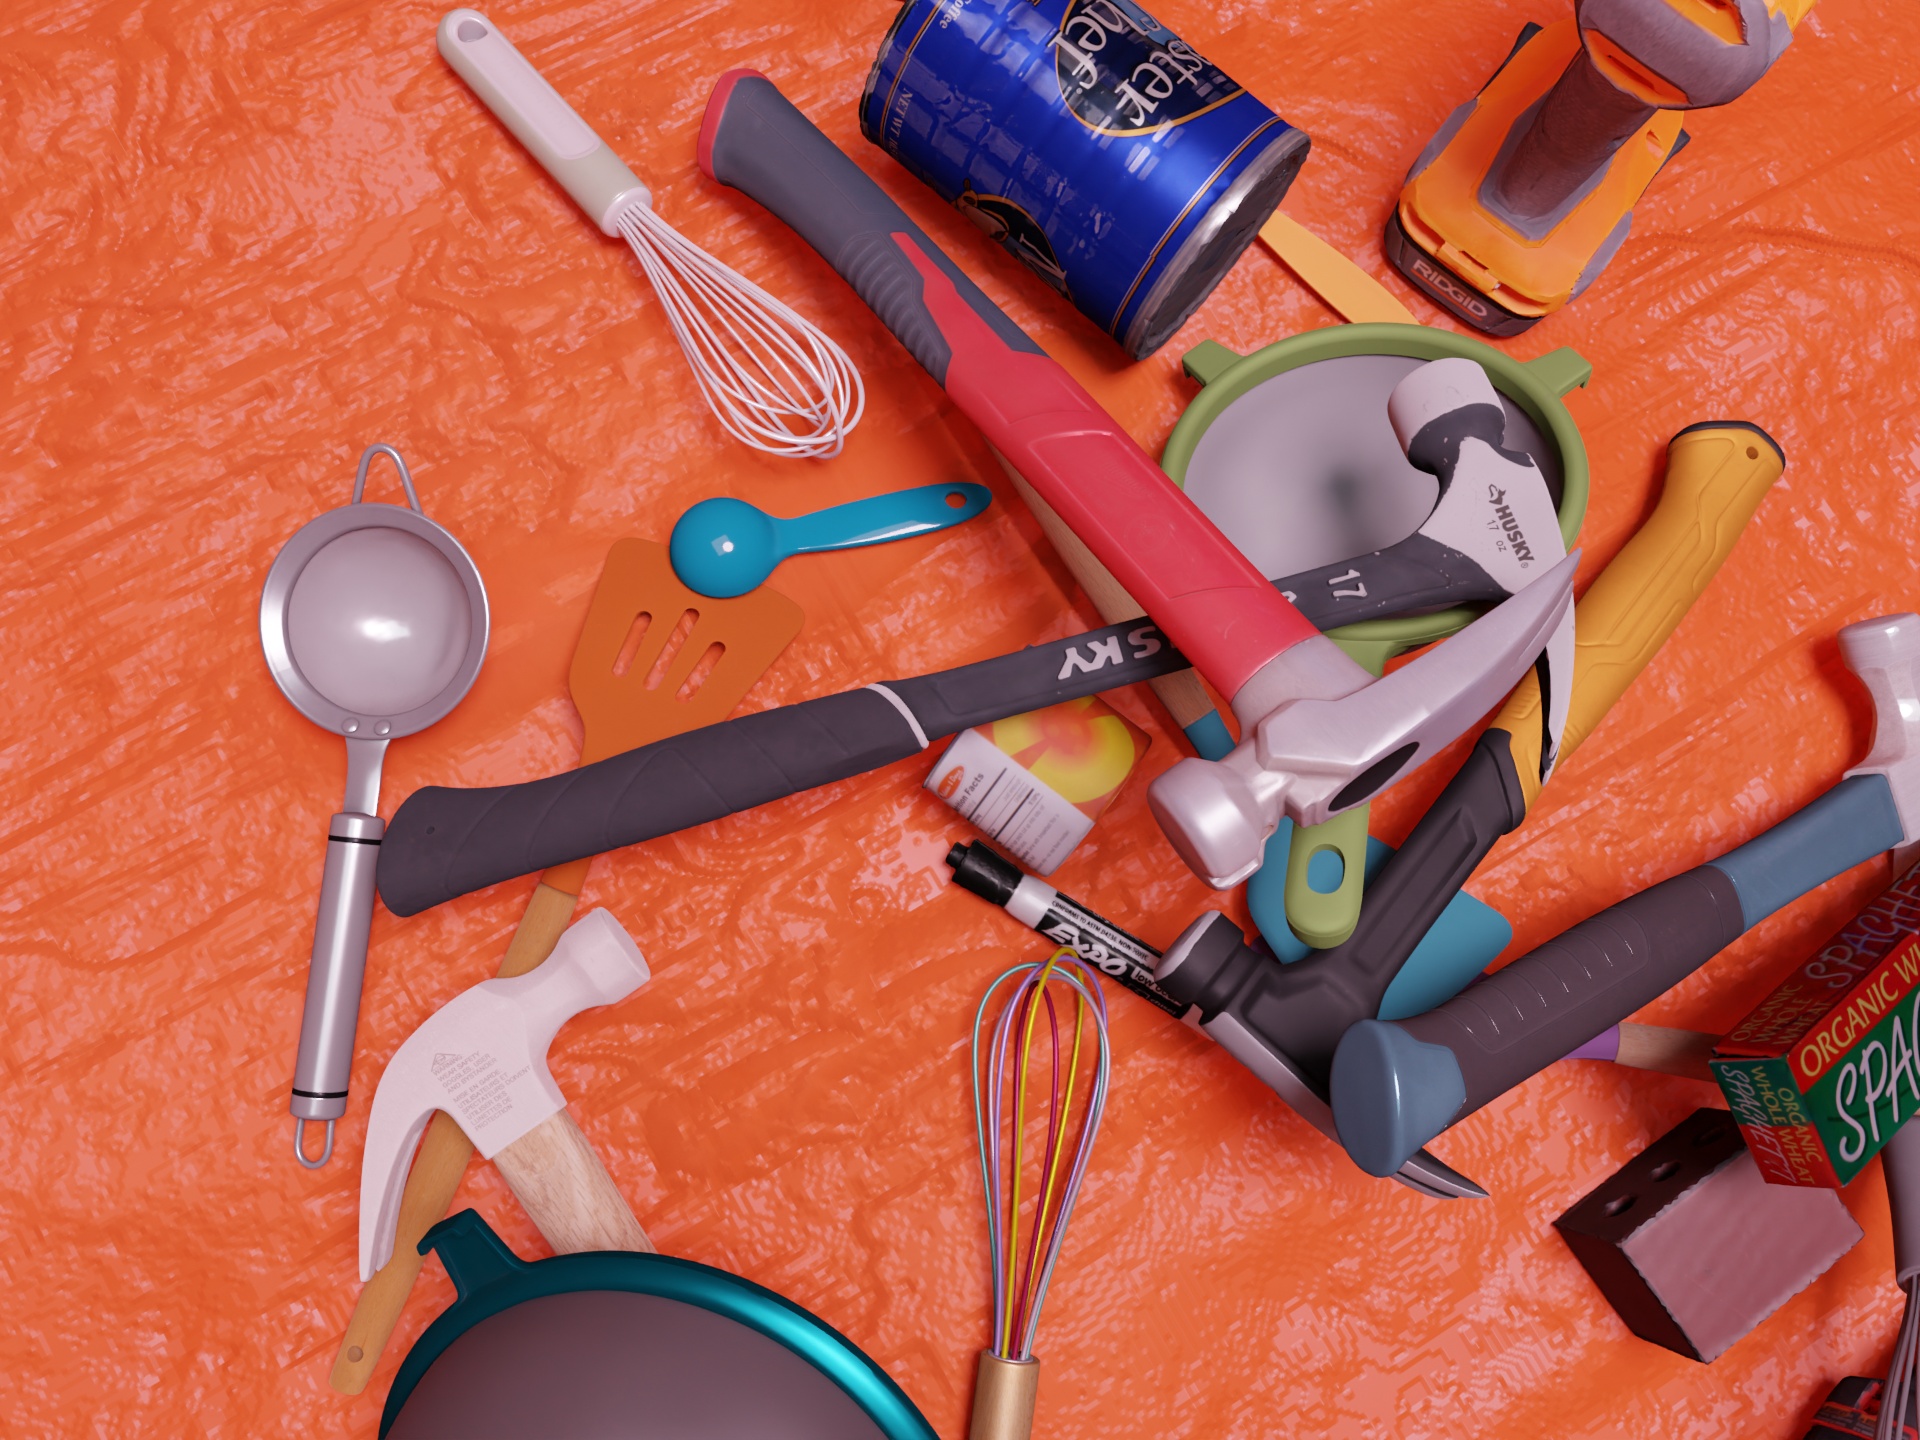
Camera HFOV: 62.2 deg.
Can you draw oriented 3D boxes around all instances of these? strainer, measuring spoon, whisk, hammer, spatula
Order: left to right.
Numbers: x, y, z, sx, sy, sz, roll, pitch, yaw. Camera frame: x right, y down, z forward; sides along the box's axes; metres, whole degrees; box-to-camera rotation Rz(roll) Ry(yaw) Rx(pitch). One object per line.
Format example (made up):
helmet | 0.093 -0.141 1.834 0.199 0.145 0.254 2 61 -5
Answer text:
strainer | -0.218 0.031 0.577 0.087 0.050 0.258 6 85 5
spatula | -0.154 0.085 0.581 0.081 0.041 0.323 22 83 1
whisk | -0.125 -0.194 0.622 0.058 0.059 0.246 -38 79 -21
hammer | -0.084 0.235 0.531 0.130 0.031 0.331 -34 85 -6
strainer | -0.041 0.289 0.447 0.340 0.095 0.211 16 107 13
measuring spoon | -0.049 -0.079 0.614 0.128 0.021 0.042 -13 67 -8
hammer | -0.001 -0.002 0.529 0.409 0.036 0.149 -16 59 5
whisk | 0.018 0.202 0.560 0.051 0.047 0.245 9 82 -3
hammer | 0.027 -0.125 0.546 0.143 0.038 0.387 -34 60 -6
spatula | 0.081 -0.026 0.601 0.082 0.044 0.317 -33 85 -17
measuring spoon | 0.148 -0.186 0.658 0.117 0.011 0.021 40 80 0
strainer | 0.141 -0.029 0.572 0.151 0.069 0.257 5 60 16
hammer | 0.218 0.011 0.585 0.127 0.034 0.337 41 70 5
spatula | 0.260 0.121 0.568 0.316 0.018 0.060 7 47 9
hammer | 0.251 0.066 0.547 0.331 0.033 0.128 -20 92 -29
whisk | 0.330 0.188 0.533 0.055 0.055 0.239 25 47 1

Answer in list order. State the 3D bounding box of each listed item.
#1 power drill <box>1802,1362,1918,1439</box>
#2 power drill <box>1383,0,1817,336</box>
power drill | 0.409 0.230 0.566 0.143 0.078 0.220 40 77 4
power drill | 0.249 -0.248 0.563 0.084 0.226 0.164 38 79 3
